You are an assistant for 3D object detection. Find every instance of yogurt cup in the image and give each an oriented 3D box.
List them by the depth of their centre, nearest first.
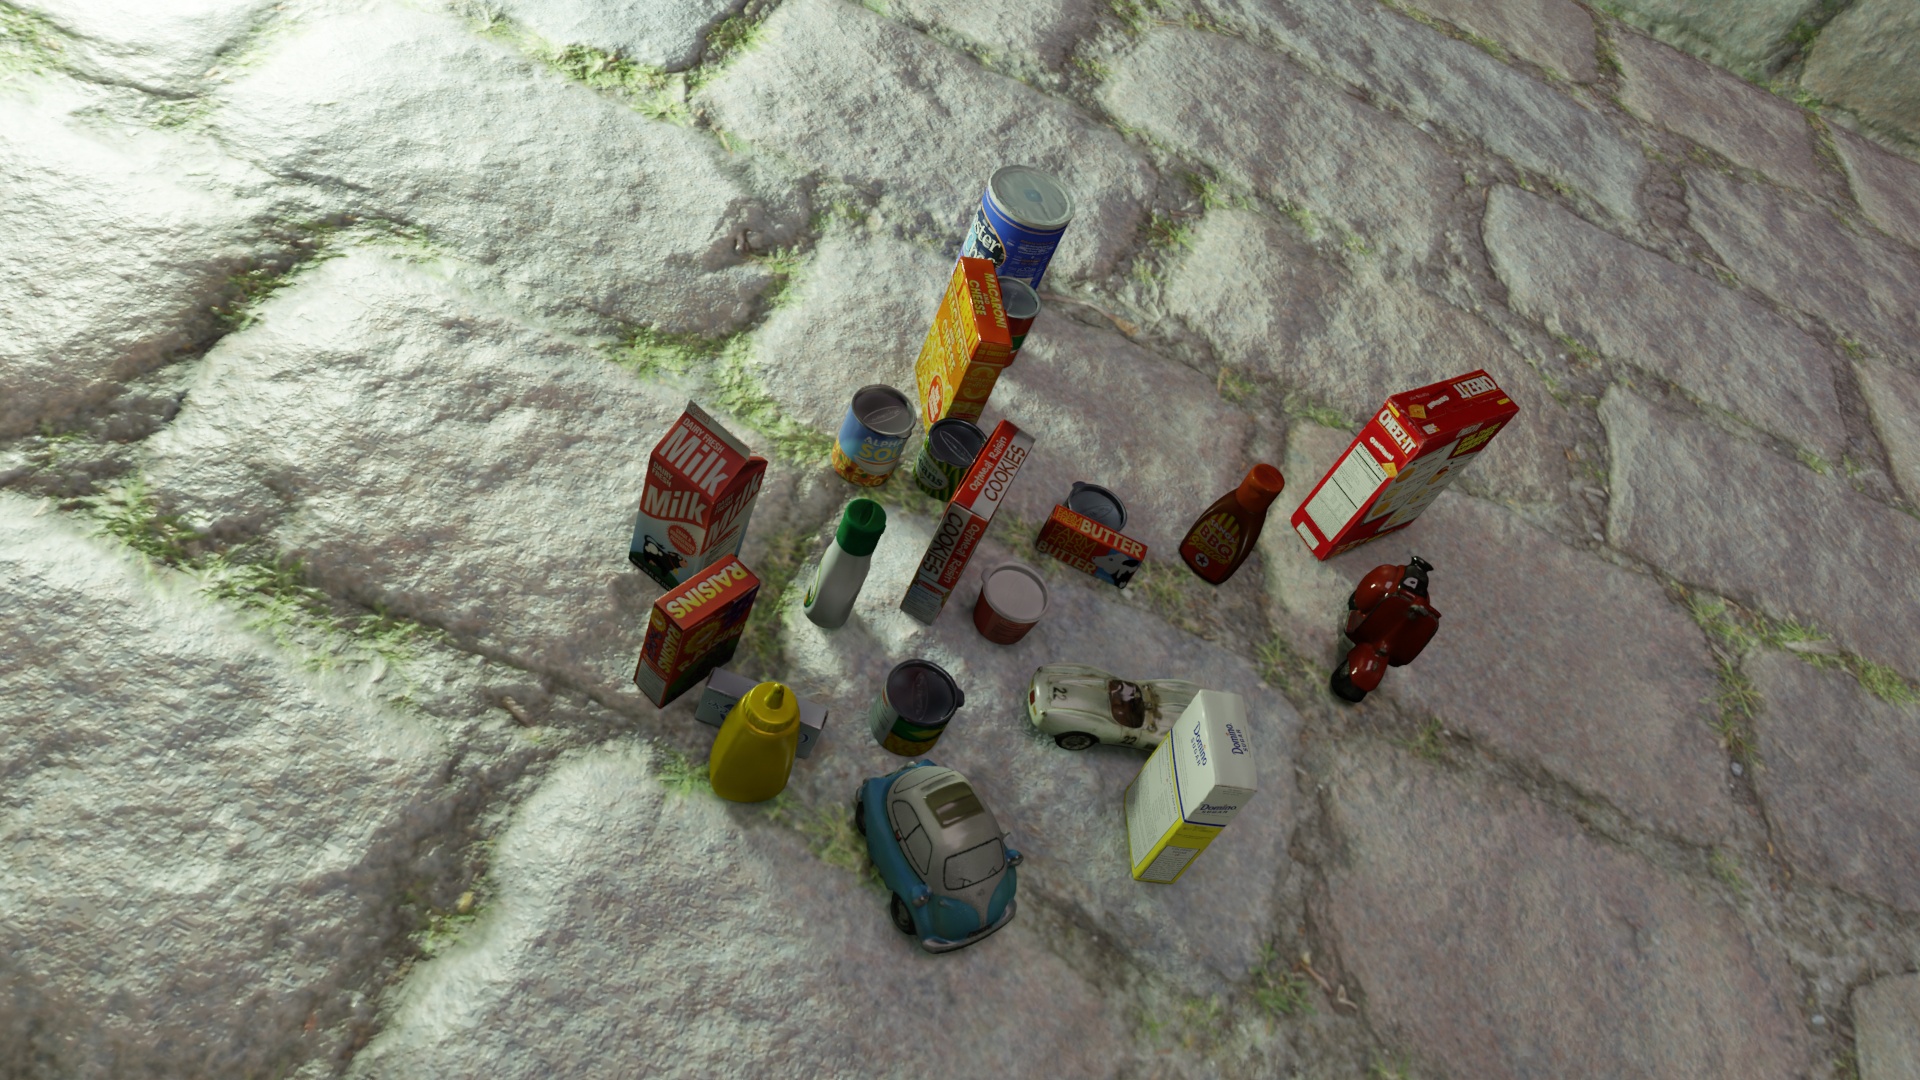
[{"bbox_3d":[0.046,0.063,1.322,0.072,0.053,0.073,12,50,-14],"label":"yogurt cup"}]

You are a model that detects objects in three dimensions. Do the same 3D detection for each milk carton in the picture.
[{"bbox_3d":[-0.225,-0.038,1.196,0.072,0.189,0.074,38,49,9],"label":"milk carton"}]

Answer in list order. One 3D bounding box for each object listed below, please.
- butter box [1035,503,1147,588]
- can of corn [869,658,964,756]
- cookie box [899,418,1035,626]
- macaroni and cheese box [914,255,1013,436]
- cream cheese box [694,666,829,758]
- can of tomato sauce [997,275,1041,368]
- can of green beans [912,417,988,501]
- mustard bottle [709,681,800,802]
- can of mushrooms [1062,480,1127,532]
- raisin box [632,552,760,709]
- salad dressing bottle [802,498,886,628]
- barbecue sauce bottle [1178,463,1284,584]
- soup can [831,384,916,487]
[{"bbox_3d":[0.131,0.007,1.404,0.103,0.052,0.024,25,48,-2],"label":"butter box"},{"bbox_3d":[-0.039,0.147,1.215,0.071,0.058,0.071,12,50,-14],"label":"can of corn"},{"bbox_3d":[0.005,-0.016,1.292,0.040,0.166,0.123,29,48,1],"label":"cookie box"},{"bbox_3d":[0.001,-0.189,1.431,0.040,0.165,0.124,4,52,-20],"label":"macaroni and cheese box"},{"bbox_3d":[-0.167,0.145,1.165,0.104,0.053,0.024,21,48,-6],"label":"cream cheese box"},{"bbox_3d":[0.043,-0.243,1.548,0.071,0.082,0.071,12,50,-14],"label":"can of tomato sauce"},{"bbox_3d":[-0.010,-0.082,1.412,0.071,0.057,0.071,12,50,-14],"label":"can of green beans"},{"bbox_3d":[-0.156,0.152,1.092,0.065,0.159,0.049,8,51,-17],"label":"mustard bottle"},{"bbox_3d":[0.135,-0.026,1.445,0.071,0.033,0.071,12,50,-14],"label":"can of mushrooms"},{"bbox_3d":[-0.220,0.076,1.152,0.040,0.122,0.086,43,50,14],"label":"raisin box"},{"bbox_3d":[-0.102,0.021,1.230,0.044,0.146,0.064,24,48,-4],"label":"salad dressing bottle"},{"bbox_3d":[0.282,-0.020,1.424,0.065,0.147,0.044,45,50,15],"label":"barbecue sauce bottle"},{"bbox_3d":[-0.085,-0.101,1.378,0.071,0.083,0.072,12,50,-14],"label":"soup can"}]
